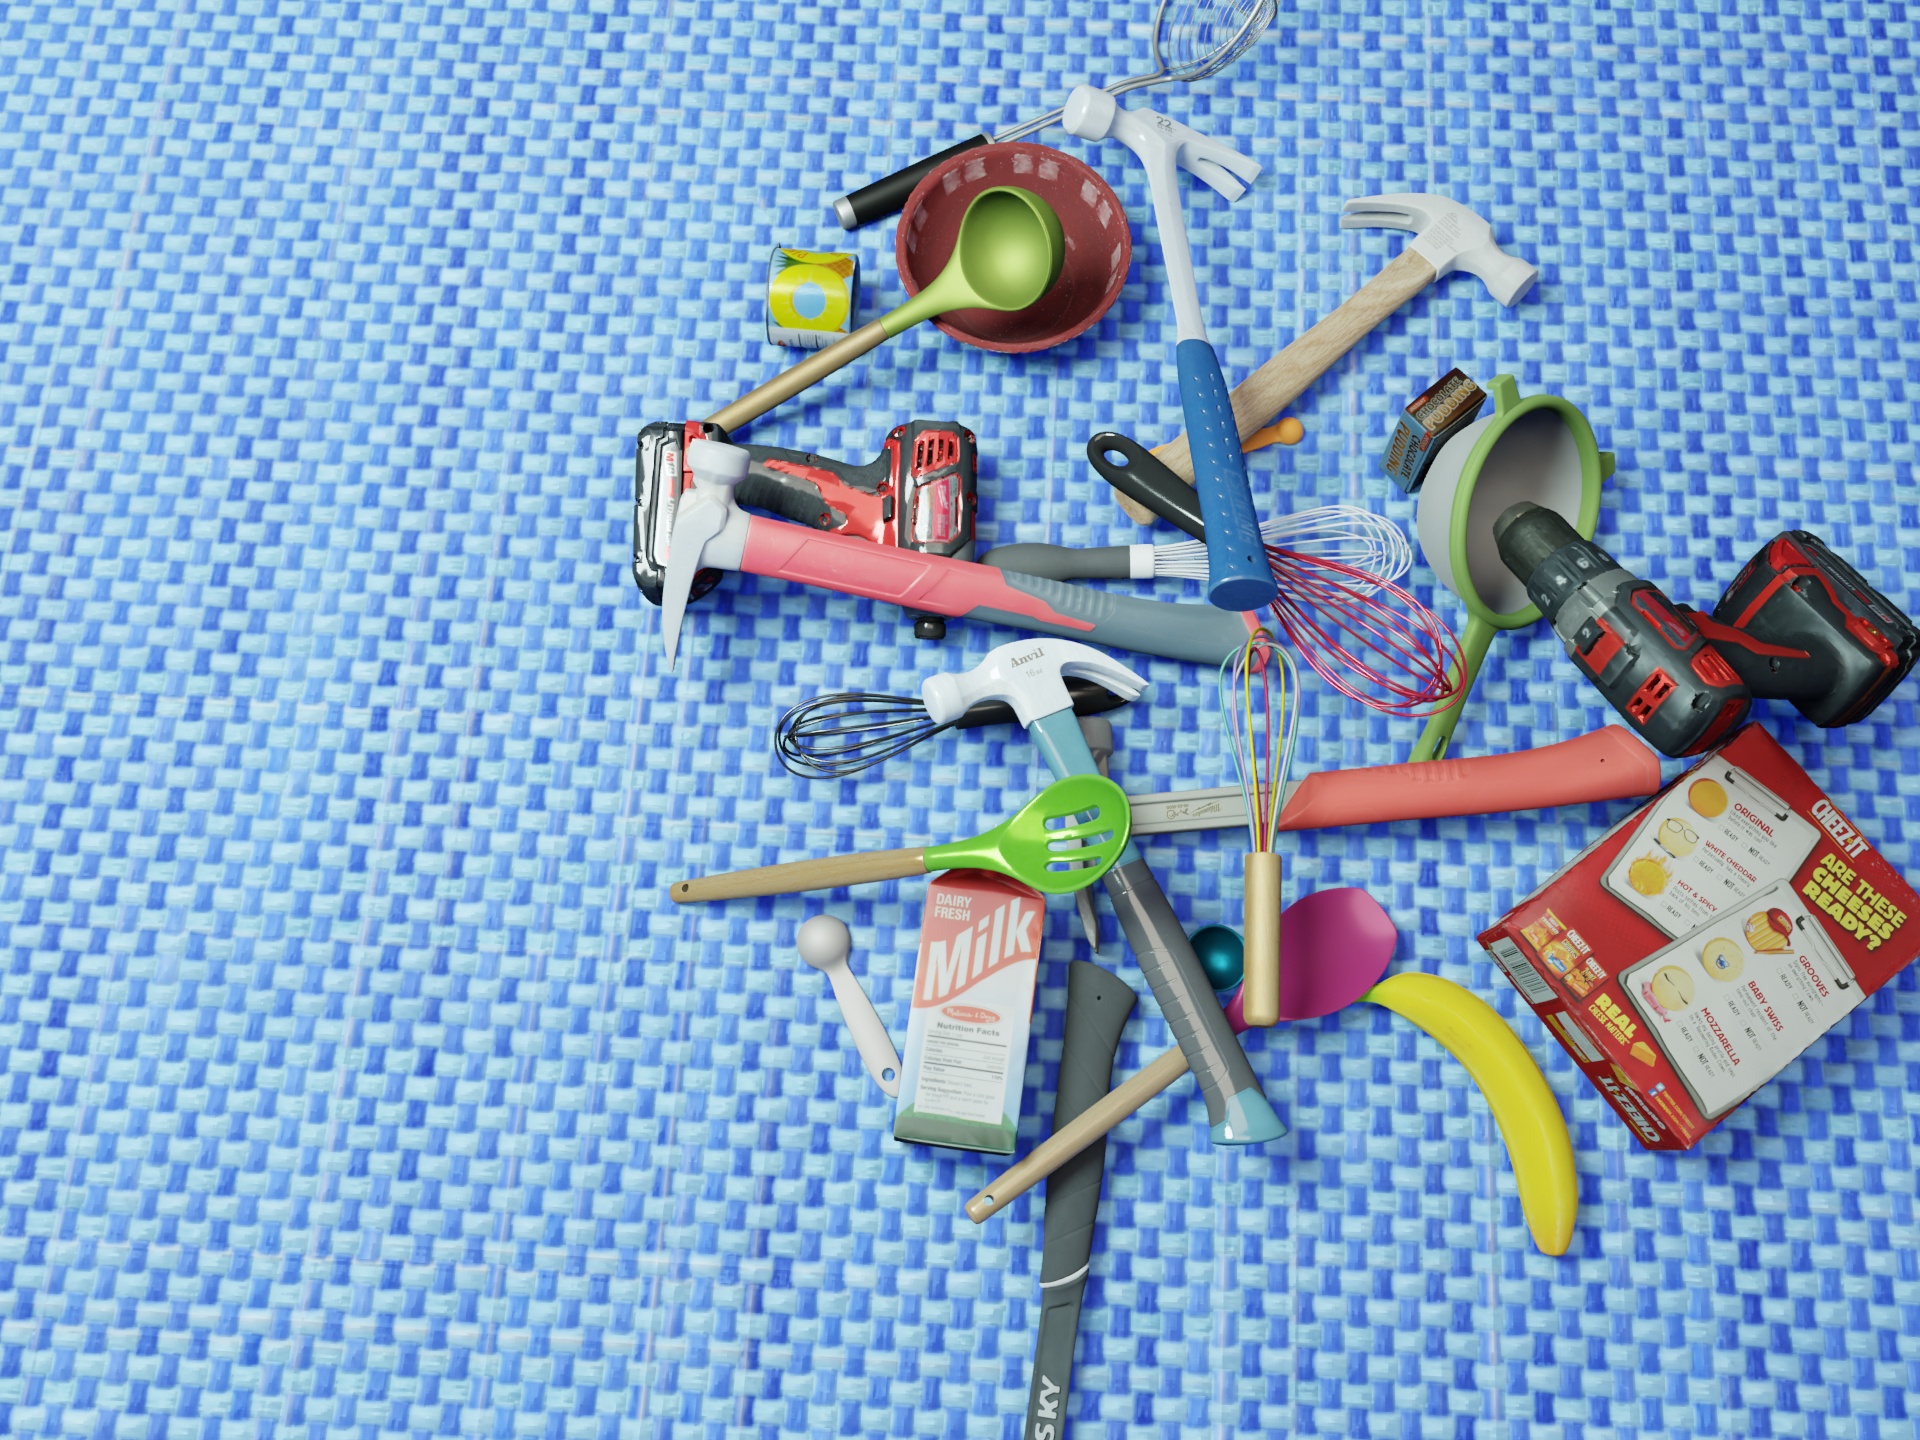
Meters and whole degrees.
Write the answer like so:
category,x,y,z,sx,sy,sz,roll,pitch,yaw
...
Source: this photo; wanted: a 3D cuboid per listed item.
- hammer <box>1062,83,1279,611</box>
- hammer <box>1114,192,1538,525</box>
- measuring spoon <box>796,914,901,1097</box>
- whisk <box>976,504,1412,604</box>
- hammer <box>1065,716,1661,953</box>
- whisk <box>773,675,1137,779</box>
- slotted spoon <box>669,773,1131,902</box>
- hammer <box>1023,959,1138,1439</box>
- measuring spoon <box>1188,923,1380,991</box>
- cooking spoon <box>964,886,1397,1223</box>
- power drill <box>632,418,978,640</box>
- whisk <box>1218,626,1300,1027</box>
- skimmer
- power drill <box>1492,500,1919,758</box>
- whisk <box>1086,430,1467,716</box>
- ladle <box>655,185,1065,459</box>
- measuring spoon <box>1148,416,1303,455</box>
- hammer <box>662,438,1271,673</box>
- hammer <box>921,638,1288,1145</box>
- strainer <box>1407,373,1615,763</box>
category,x,y,z,sx,sy,sz,roll,pitch,yaw
hammer,0.154,-0.246,1.019,0.144,0.035,0.406,10,57,-24
hammer,0.234,-0.248,1.087,0.331,0.031,0.130,-40,73,-11
measuring spoon,-0.066,0.177,0.988,0.034,0.018,0.124,-27,77,-7
whisk,0.152,-0.105,1.047,0.284,0.070,0.070,-2,75,5
hammer,0.245,0.057,0.987,0.359,0.036,0.149,-5,74,7
whisk,-0.001,-0.002,1.025,0.239,0.055,0.055,-9,75,-6
slotted spoon,-0.041,0.084,0.948,0.314,0.031,0.070,-10,62,24
hammer,0.053,0.346,0.933,0.149,0.036,0.409,7,74,4
measuring spoon,0.200,0.148,0.999,0.128,0.021,0.042,-1,76,-9
cooking spoon,0.134,0.201,0.953,0.319,0.017,0.069,-33,75,-16
power drill,-0.098,-0.125,1.040,0.219,0.078,0.143,1,86,-4
whisk,0.178,0.059,0.949,0.051,0.047,0.245,2,71,8
skimmer,0.066,-0.460,1.127,0.363,0.090,0.127,-26,41,-3
power drill,0.445,-0.066,0.966,0.226,0.080,0.188,-5,48,-30
whisk,0.187,-0.098,0.984,0.073,0.073,0.296,-44,63,-10
ladle,-0.076,-0.247,1.046,0.320,0.062,0.078,-28,89,11
measuring spoon,0.179,-0.190,1.091,0.117,0.011,0.021,-13,75,-3
hammer,0.008,-0.066,1.006,0.386,0.038,0.143,11,102,-11
hammer,0.101,0.100,0.949,0.128,0.033,0.331,-22,78,-17
strainer,0.327,-0.089,1.037,0.069,0.151,0.256,24,94,50
